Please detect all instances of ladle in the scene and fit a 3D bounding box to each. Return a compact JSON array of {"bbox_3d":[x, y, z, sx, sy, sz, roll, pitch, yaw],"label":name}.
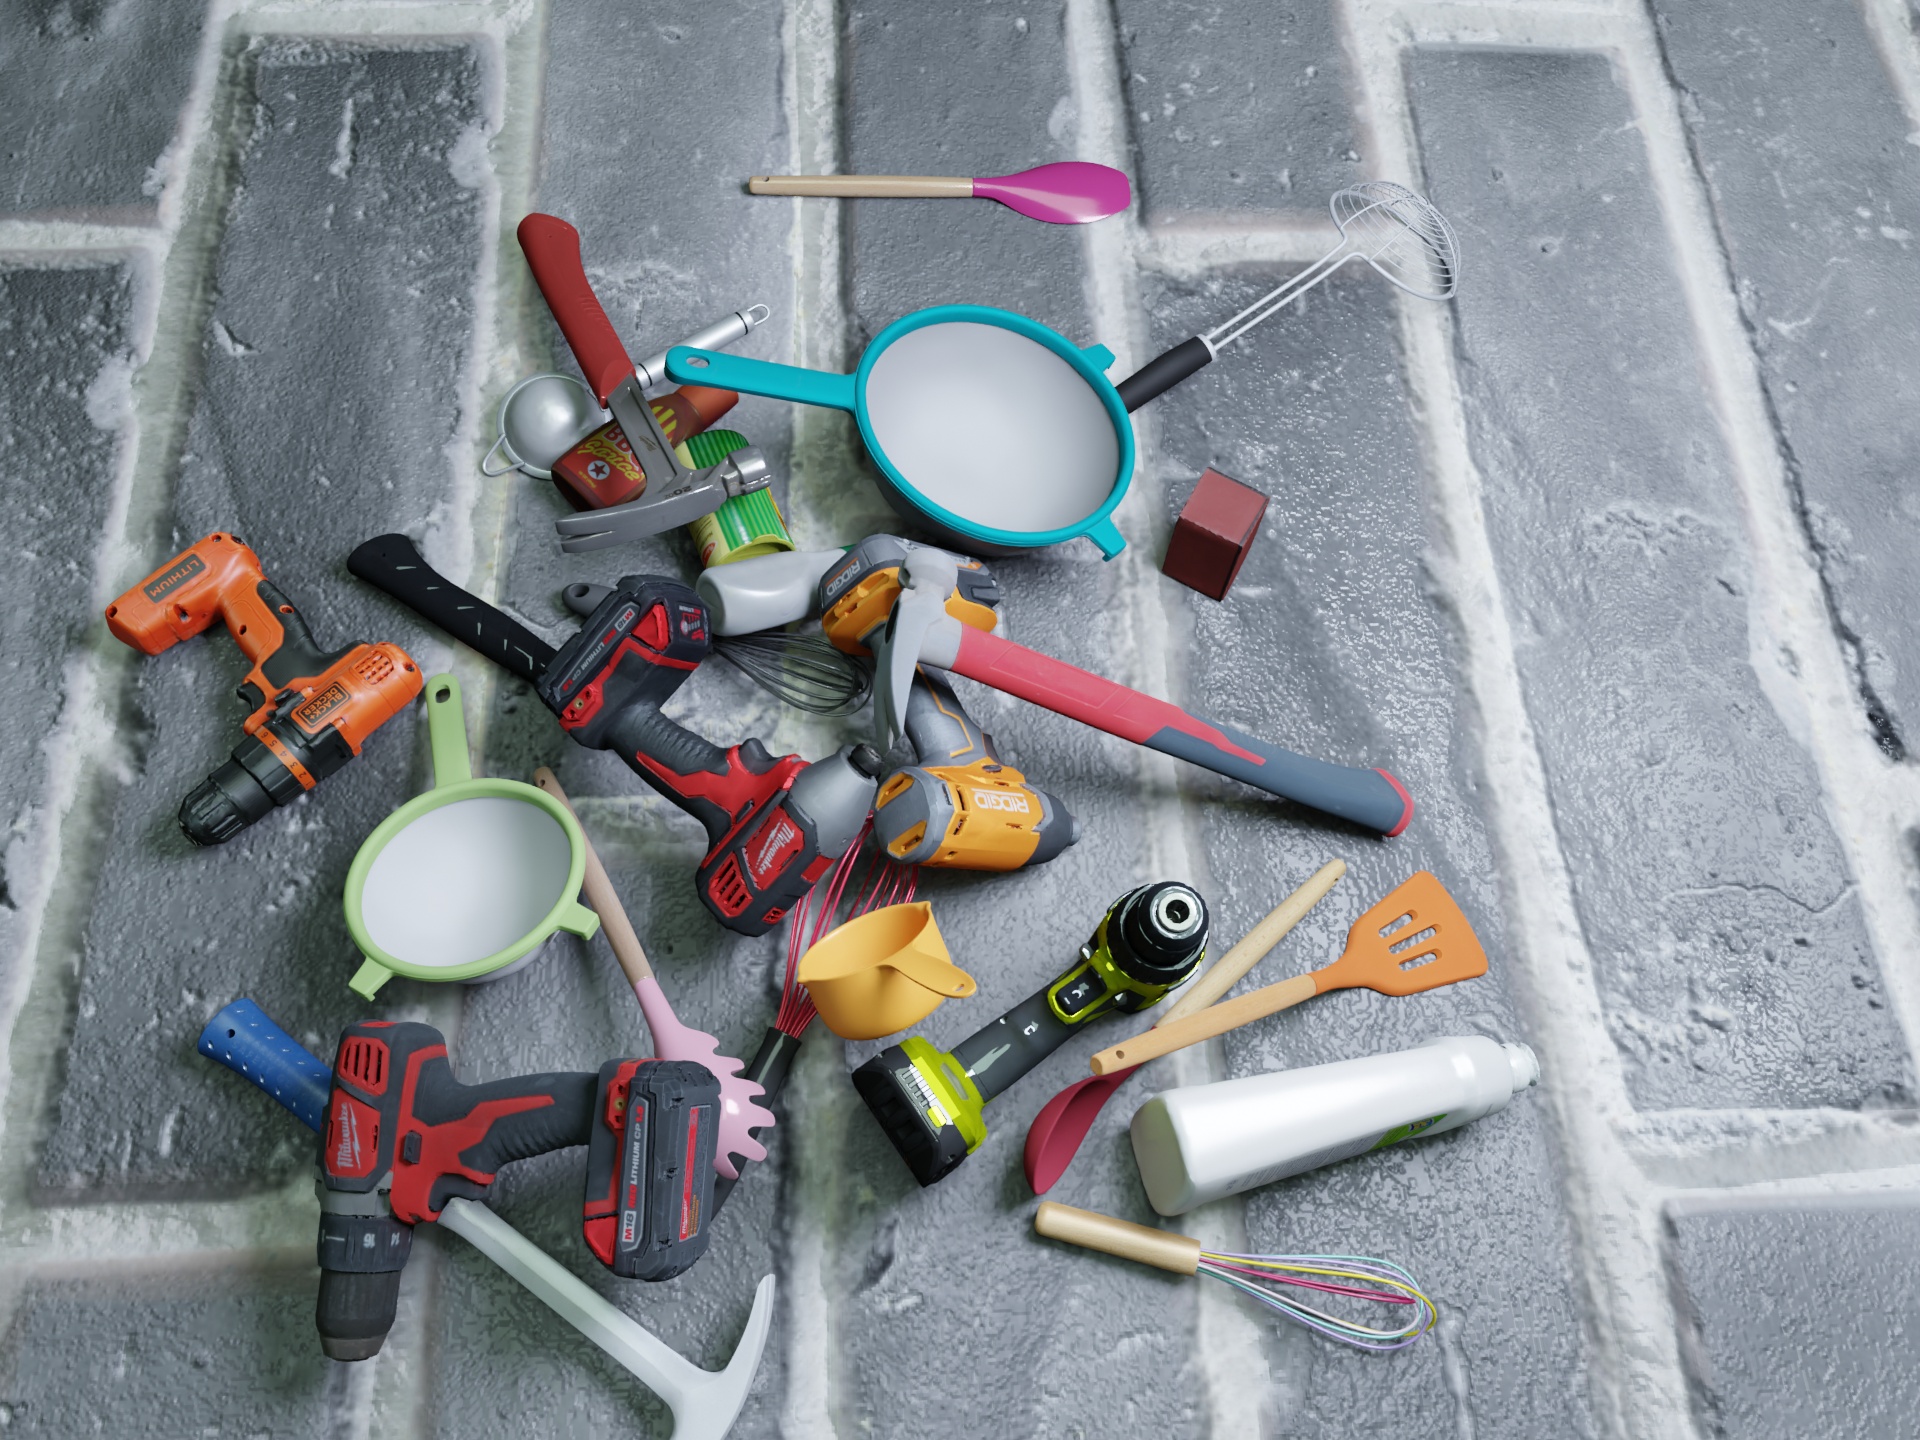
[{"bbox_3d":[0.148,0.187,1.029,0.315,0.069,0.031,-38,54,-24],"label":"ladle"}]

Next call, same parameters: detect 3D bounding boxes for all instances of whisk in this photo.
[{"bbox_3d":[-0.103,0.183,1.012,0.073,0.073,0.296,24,71,8],"label":"whisk"},{"bbox_3d":[-0.175,-0.055,1.126,0.239,0.055,0.055,18,66,10],"label":"whisk"},{"bbox_3d":[0.166,0.329,0.966,0.245,0.047,0.051,13,66,7],"label":"whisk"}]

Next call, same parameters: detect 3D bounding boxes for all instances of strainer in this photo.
[{"bbox_3d":[-0.325,0.077,1.053,0.151,0.069,0.257,-15,50,-8],"label":"strainer"},{"bbox_3d":[-0.253,-0.261,1.219,0.258,0.050,0.087,-34,87,-20],"label":"strainer"},{"bbox_3d":[-0.047,-0.203,1.149,0.340,0.095,0.211,8,60,-14],"label":"strainer"}]

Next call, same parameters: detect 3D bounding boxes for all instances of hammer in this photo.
[{"bbox_3d":[0.128,0.016,1.034,0.386,0.038,0.143,20,55,-16],"label":"hammer"},{"bbox_3d":[-0.263,-0.014,1.106,0.409,0.036,0.149,32,69,12],"label":"hammer"},{"bbox_3d":[-0.293,0.292,0.956,0.405,0.035,0.144,33,76,13],"label":"hammer"},{"bbox_3d":[-0.272,-0.263,1.169,0.149,0.036,0.359,-21,54,-16],"label":"hammer"}]

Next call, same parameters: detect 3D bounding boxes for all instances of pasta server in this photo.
[{"bbox_3d":[-0.209,0.149,1.016,0.060,0.040,0.317,-36,58,2],"label":"pasta server"}]

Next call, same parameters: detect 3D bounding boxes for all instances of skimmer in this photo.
[{"bbox_3d":[0.244,-0.316,1.275,0.363,0.090,0.127,-34,74,-6],"label":"skimmer"}]

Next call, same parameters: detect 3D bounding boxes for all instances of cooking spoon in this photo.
[{"bbox_3d":[-0.016,-0.445,1.326,0.319,0.017,0.069,-1,65,-4],"label":"cooking spoon"}]

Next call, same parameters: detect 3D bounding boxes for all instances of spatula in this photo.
[{"bbox_3d":[0.208,0.169,1.004,0.322,0.041,0.081,-11,63,-37],"label":"spatula"}]

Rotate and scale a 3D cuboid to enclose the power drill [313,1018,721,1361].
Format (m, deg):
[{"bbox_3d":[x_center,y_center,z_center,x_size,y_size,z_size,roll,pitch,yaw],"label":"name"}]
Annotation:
[{"bbox_3d":[-0.260,0.270,0.900,0.227,0.080,0.188,2,79,10],"label":"power drill"}]

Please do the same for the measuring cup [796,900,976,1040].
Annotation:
[{"bbox_3d":[-0.028,0.157,0.923,0.095,0.174,0.052,-29,107,-23],"label":"measuring cup"}]

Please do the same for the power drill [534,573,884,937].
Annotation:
[{"bbox_3d":[-0.155,0.015,1.015,0.143,0.078,0.220,-46,75,11],"label":"power drill"}]

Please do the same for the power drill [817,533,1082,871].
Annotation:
[{"bbox_3d":[-0.002,-0.003,1.070,0.164,0.084,0.227,10,54,-43],"label":"power drill"}]

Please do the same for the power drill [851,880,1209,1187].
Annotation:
[{"bbox_3d":[0.050,0.178,0.951,0.228,0.190,0.080,-34,77,-12],"label":"power drill"}]
